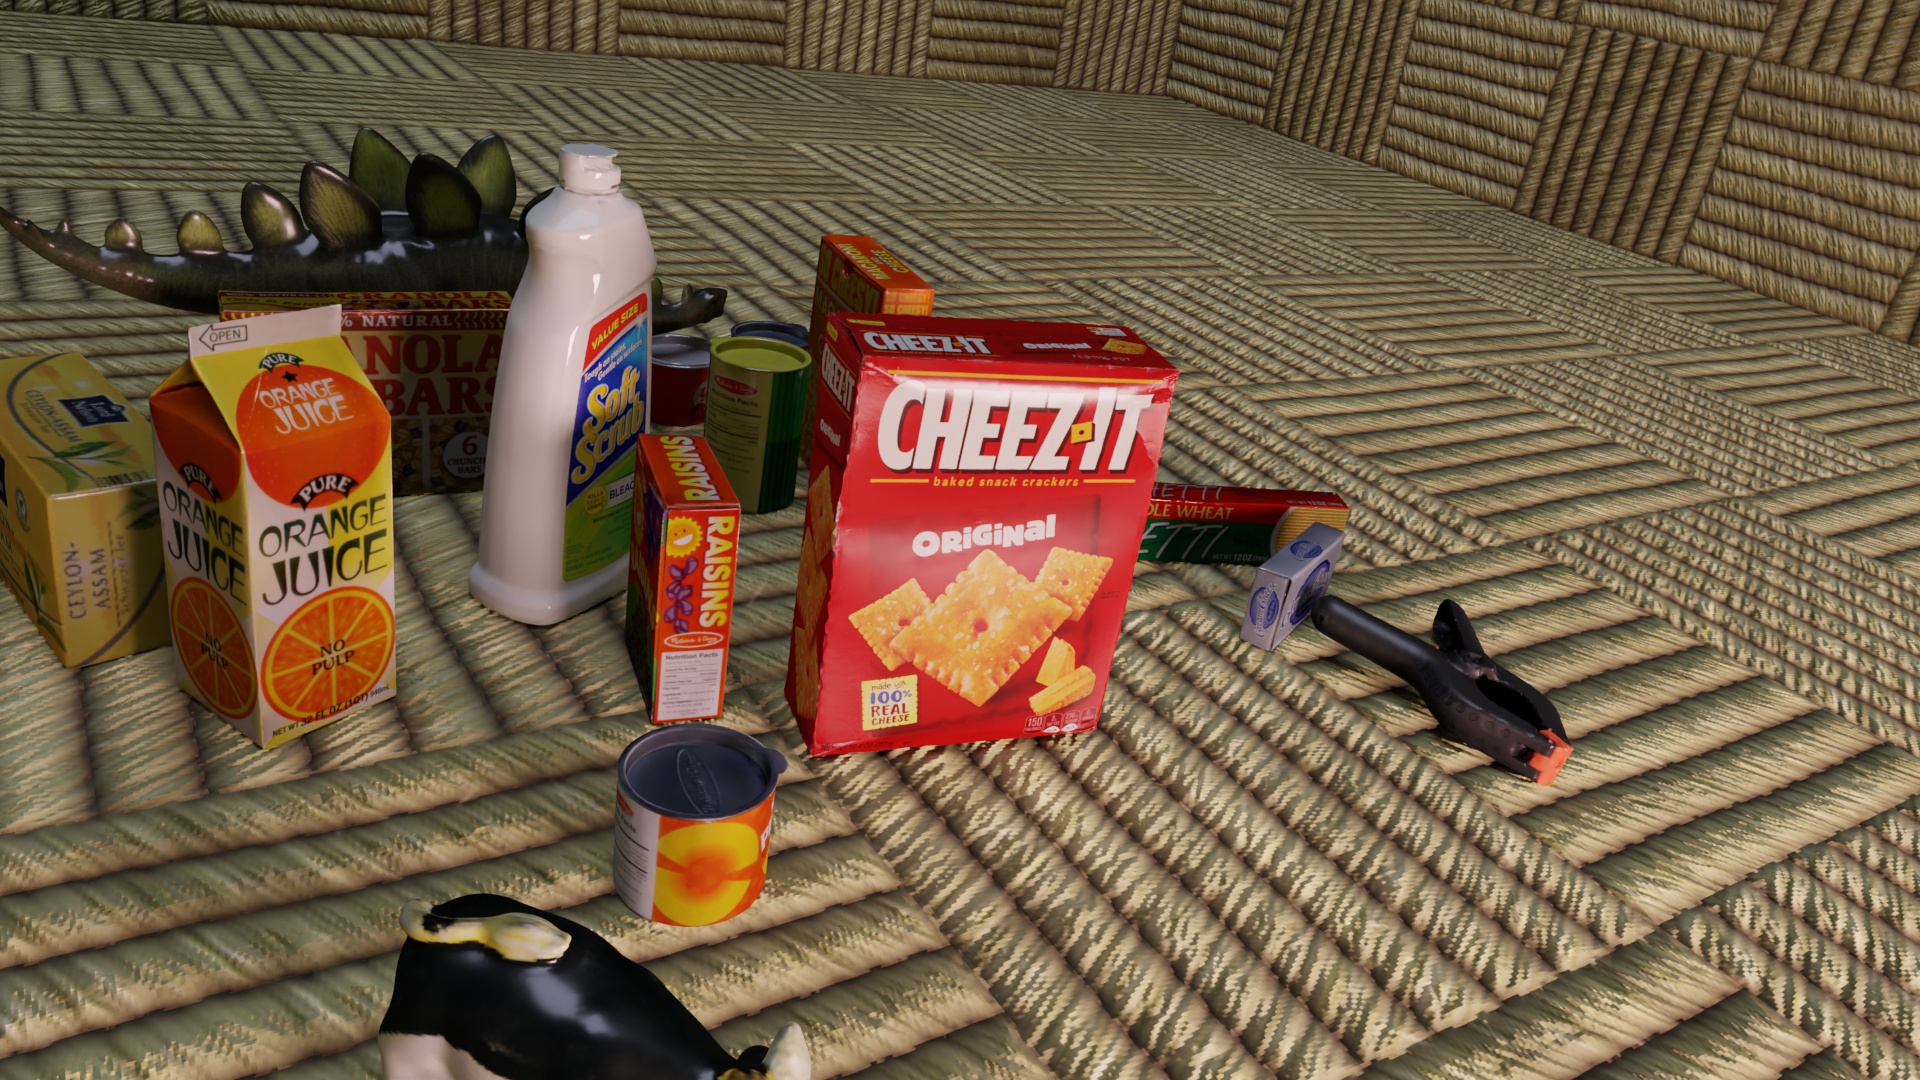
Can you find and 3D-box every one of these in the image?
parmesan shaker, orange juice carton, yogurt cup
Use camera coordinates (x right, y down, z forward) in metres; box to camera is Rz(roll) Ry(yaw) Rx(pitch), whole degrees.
[{"bbox_3d":[-0.141,-0.079,0.935,0.071,0.102,0.071,8,25,-4],"label":"parmesan shaker"},{"bbox_3d":[-0.310,-0.011,0.632,0.073,0.191,0.072,24,29,27],"label":"orange juice carton"},{"bbox_3d":[-0.216,-0.121,1.052,0.072,0.053,0.073,8,25,-4],"label":"yogurt cup"}]

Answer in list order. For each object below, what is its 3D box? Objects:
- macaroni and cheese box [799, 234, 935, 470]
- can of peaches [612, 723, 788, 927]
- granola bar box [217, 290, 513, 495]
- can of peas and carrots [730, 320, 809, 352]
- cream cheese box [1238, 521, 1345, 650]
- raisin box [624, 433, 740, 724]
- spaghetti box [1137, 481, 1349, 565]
[{"bbox_3d":[-0.070,-0.113,0.958,0.040,0.165,0.124,-3,28,-26],"label":"macaroni and cheese box"},{"bbox_3d":[-0.111,0.120,0.589,0.071,0.057,0.071,8,25,-4],"label":"can of peaches"},{"bbox_3d":[-0.360,-0.090,0.854,0.166,0.123,0.039,-5,29,-29],"label":"granola bar box"},{"bbox_3d":[-0.150,-0.137,1.103,0.071,0.058,0.071,8,25,-4],"label":"can of peas and carrots"},{"bbox_3d":[0.216,0.029,0.900,0.024,0.053,0.104,23,29,26],"label":"cream cheese box"},{"bbox_3d":[-0.145,0.018,0.711,0.040,0.122,0.086,-1,27,-22],"label":"raisin box"},{"bbox_3d":[0.149,-0.012,0.964,0.250,0.050,0.029,2,26,-15],"label":"spaghetti box"}]
